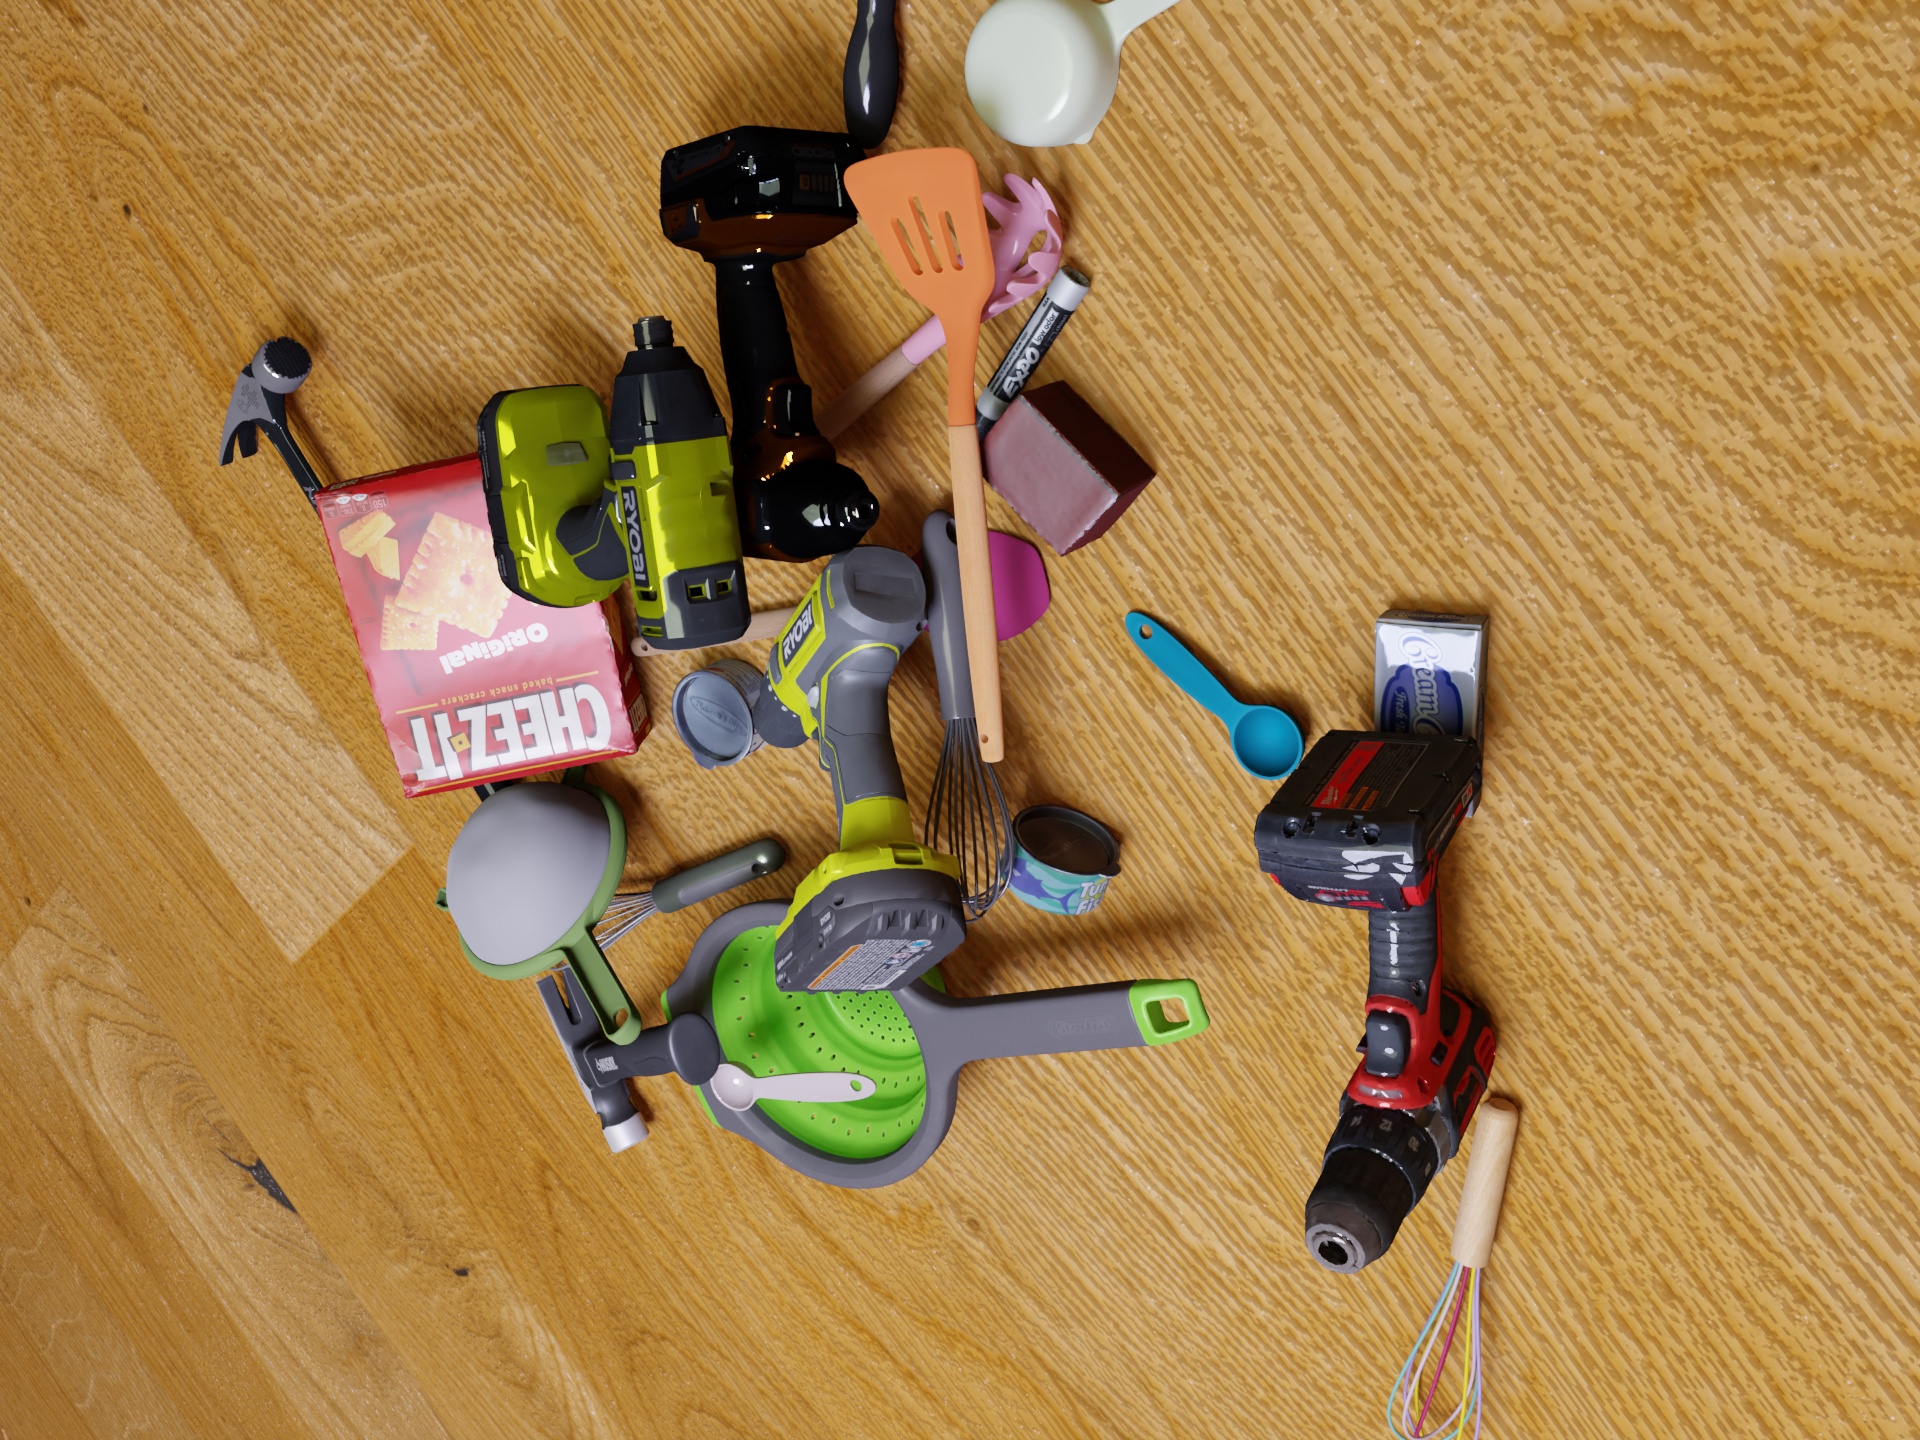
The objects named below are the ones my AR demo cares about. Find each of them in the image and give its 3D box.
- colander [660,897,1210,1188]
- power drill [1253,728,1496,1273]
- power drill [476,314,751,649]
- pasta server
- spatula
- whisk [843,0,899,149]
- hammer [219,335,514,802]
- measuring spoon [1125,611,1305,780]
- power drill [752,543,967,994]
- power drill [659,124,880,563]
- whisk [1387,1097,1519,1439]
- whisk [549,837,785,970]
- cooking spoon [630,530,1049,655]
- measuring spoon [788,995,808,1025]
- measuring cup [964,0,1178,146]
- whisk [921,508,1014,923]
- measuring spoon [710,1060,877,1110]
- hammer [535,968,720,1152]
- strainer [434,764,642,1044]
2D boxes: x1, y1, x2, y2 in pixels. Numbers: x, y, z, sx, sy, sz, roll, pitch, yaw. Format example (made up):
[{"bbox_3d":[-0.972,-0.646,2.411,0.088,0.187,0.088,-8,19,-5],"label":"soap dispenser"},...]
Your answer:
[{"bbox_3d":[-0.010,0.180,1.000,0.397,0.094,0.204,-13,102,35],"label":"colander"},{"bbox_3d":[0.205,0.136,0.782,0.080,0.188,0.226,3,117,34],"label":"power drill"},{"bbox_3d":[-0.198,-0.135,0.907,0.223,0.080,0.171,11,111,54],"label":"power drill"},{"bbox_3d":[-0.052,-0.197,0.909,0.316,0.040,0.060,-31,63,38],"label":"pasta server"},{"bbox_3d":[-0.002,-0.130,0.838,0.081,0.041,0.322,5,109,35],"label":"spatula"},{"bbox_3d":[-0.037,-0.434,0.797,0.070,0.070,0.284,22,124,23],"label":"whisk"},{"bbox_3d":[-0.424,-0.073,1.182,0.149,0.036,0.409,-23,98,47],"label":"hammer"},{"bbox_3d":[0.142,-0.019,0.881,0.129,0.021,0.042,45,126,19],"label":"measuring spoon"},{"bbox_3d":[-0.070,0.037,0.921,0.190,0.080,0.229,133,134,-53],"label":"power drill"},{"bbox_3d":[-0.097,-0.199,0.868,0.164,0.084,0.226,14,109,53],"label":"power drill"},{"bbox_3d":[0.286,0.324,0.915,0.051,0.047,0.245,9,110,15],"label":"whisk"},{"bbox_3d":[-0.219,0.130,1.140,0.246,0.059,0.057,-23,135,32],"label":"whisk"},{"bbox_3d":[-0.086,-0.066,0.995,0.319,0.017,0.068,-7,105,32],"label":"cooking spoon"},{"bbox_3d":[-0.121,0.238,1.148,0.021,0.011,0.116,23,123,21],"label":"measuring spoon"},{"bbox_3d":[0.071,-0.342,0.773,0.167,0.038,0.083,-23,97,38],"label":"measuring cup"},{"bbox_3d":[-0.003,-0.003,0.913,0.055,0.055,0.239,-6,88,33],"label":"whisk"},{"bbox_3d":[-0.105,0.230,1.015,0.124,0.018,0.034,-7,105,27],"label":"measuring spoon"},{"bbox_3d":[-0.228,0.228,1.105,0.146,0.035,0.335,64,153,3],"label":"hammer"},{"bbox_3d":[-0.281,0.123,1.059,0.151,0.069,0.257,-46,44,-1],"label":"strainer"}]
